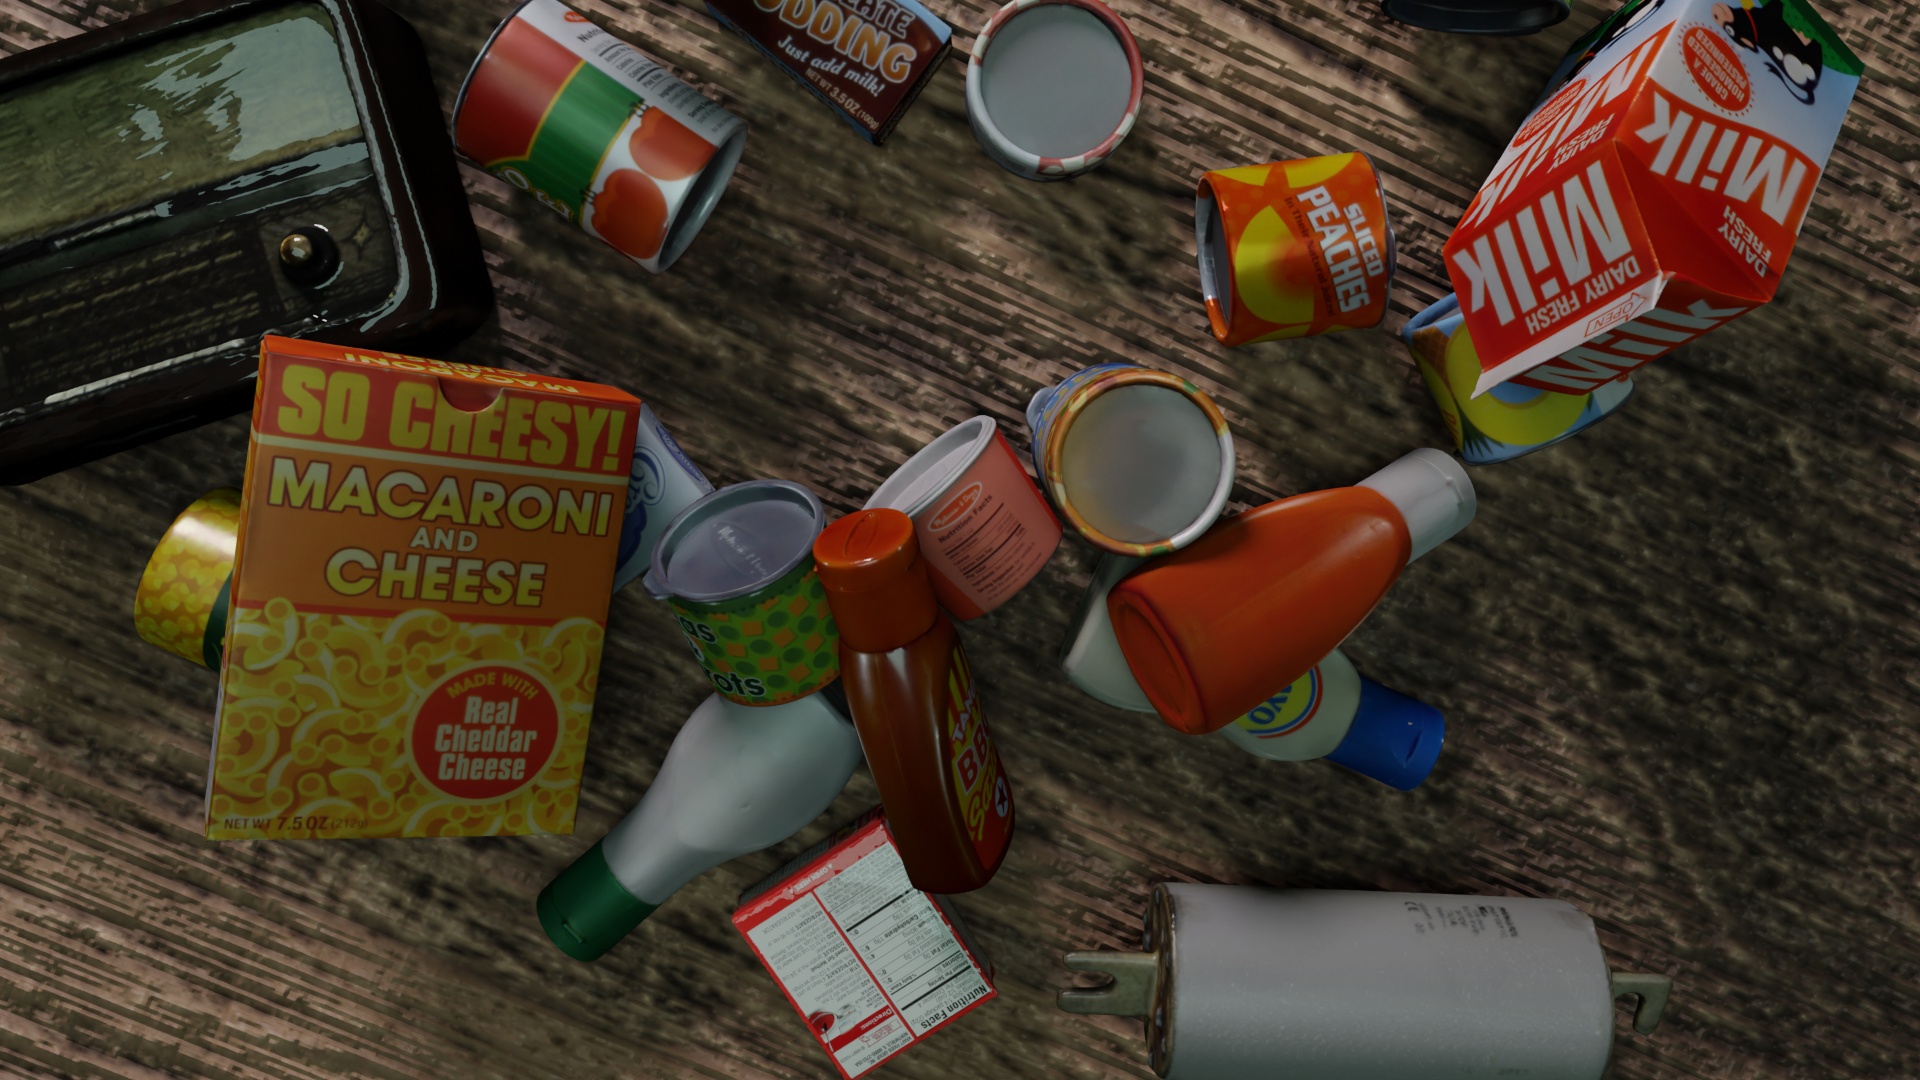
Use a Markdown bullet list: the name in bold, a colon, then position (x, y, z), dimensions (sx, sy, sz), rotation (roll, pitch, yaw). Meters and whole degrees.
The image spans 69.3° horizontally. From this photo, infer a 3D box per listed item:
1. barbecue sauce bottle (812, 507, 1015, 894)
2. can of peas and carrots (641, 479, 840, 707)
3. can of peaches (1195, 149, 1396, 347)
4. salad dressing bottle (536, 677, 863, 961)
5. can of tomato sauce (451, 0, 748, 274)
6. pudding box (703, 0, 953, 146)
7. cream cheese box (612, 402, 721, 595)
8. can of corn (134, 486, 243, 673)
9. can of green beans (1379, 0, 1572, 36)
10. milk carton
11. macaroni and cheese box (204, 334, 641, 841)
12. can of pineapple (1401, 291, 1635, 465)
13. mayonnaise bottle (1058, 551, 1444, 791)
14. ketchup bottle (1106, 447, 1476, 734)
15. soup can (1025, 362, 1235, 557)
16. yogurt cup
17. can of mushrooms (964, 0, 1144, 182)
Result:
- **barbecue sauce bottle**: position (-0.017, 0.059, 0.513), dimensions (0.043, 0.065, 0.147), rotation (-6, 123, 17)
- **can of peas and carrots**: position (-0.076, 0.021, 0.520), dimensions (0.071, 0.071, 0.058), rotation (-17, 128, 1)
- **can of peaches**: position (0.122, -0.107, 0.514), dimensions (0.058, 0.071, 0.071), rotation (-7, 98, 1)
- **salad dressing bottle**: position (-0.104, 0.108, 0.554), dimensions (0.147, 0.044, 0.064), rotation (-41, 99, 6)
- **can of tomato sauce**: position (-0.131, -0.145, 0.507), dimensions (0.083, 0.071, 0.071), rotation (32, 96, -6)
- **pudding box**: position (-0.049, -0.194, 0.519), dimensions (0.083, 0.030, 0.049), rotation (38, 95, -6)
- **cream cheese box**: position (-0.149, -0.002, 0.547), dimensions (0.104, 0.024, 0.053), rotation (-38, 98, 4)
- **can of corn**: position (-0.265, 0.019, 0.524), dimensions (0.058, 0.071, 0.071), rotation (24, 97, -3)
- **can of green beans**: position (0.190, -0.220, 0.502), dimensions (0.071, 0.071, 0.057), rotation (7, 98, -2)
- **milk carton**: position (0.228, -0.118, 0.464), dimensions (0.073, 0.072, 0.191), rotation (43, 59, -7)
- **macaroni and cheese box**: position (-0.188, 0.021, 0.491), dimensions (0.124, 0.040, 0.166), rotation (6, 100, -30)
- **can of pineapple**: position (0.207, -0.068, 0.524), dimensions (0.071, 0.071, 0.058), rotation (-28, 97, 3)
- **mayonnaise bottle**: position (0.117, 0.054, 0.550), dimensions (0.148, 0.041, 0.064), rotation (23, 90, -4)
- **ketchup bottle**: position (0.129, 0.011, 0.518), dimensions (0.149, 0.043, 0.064), rotation (-28, 93, -22)
- **soup can**: position (0.059, -0.033, 0.516), dimensions (0.071, 0.084, 0.071), rotation (0, 98, 0)
- **yogurt cup**: position (0.002, -0.007, 0.530), dimensions (0.072, 0.072, 0.054), rotation (-40, 105, 5)
- **can of mushrooms**: position (0.037, -0.172, 0.522), dimensions (0.071, 0.033, 0.071), rotation (0, 98, 0)
